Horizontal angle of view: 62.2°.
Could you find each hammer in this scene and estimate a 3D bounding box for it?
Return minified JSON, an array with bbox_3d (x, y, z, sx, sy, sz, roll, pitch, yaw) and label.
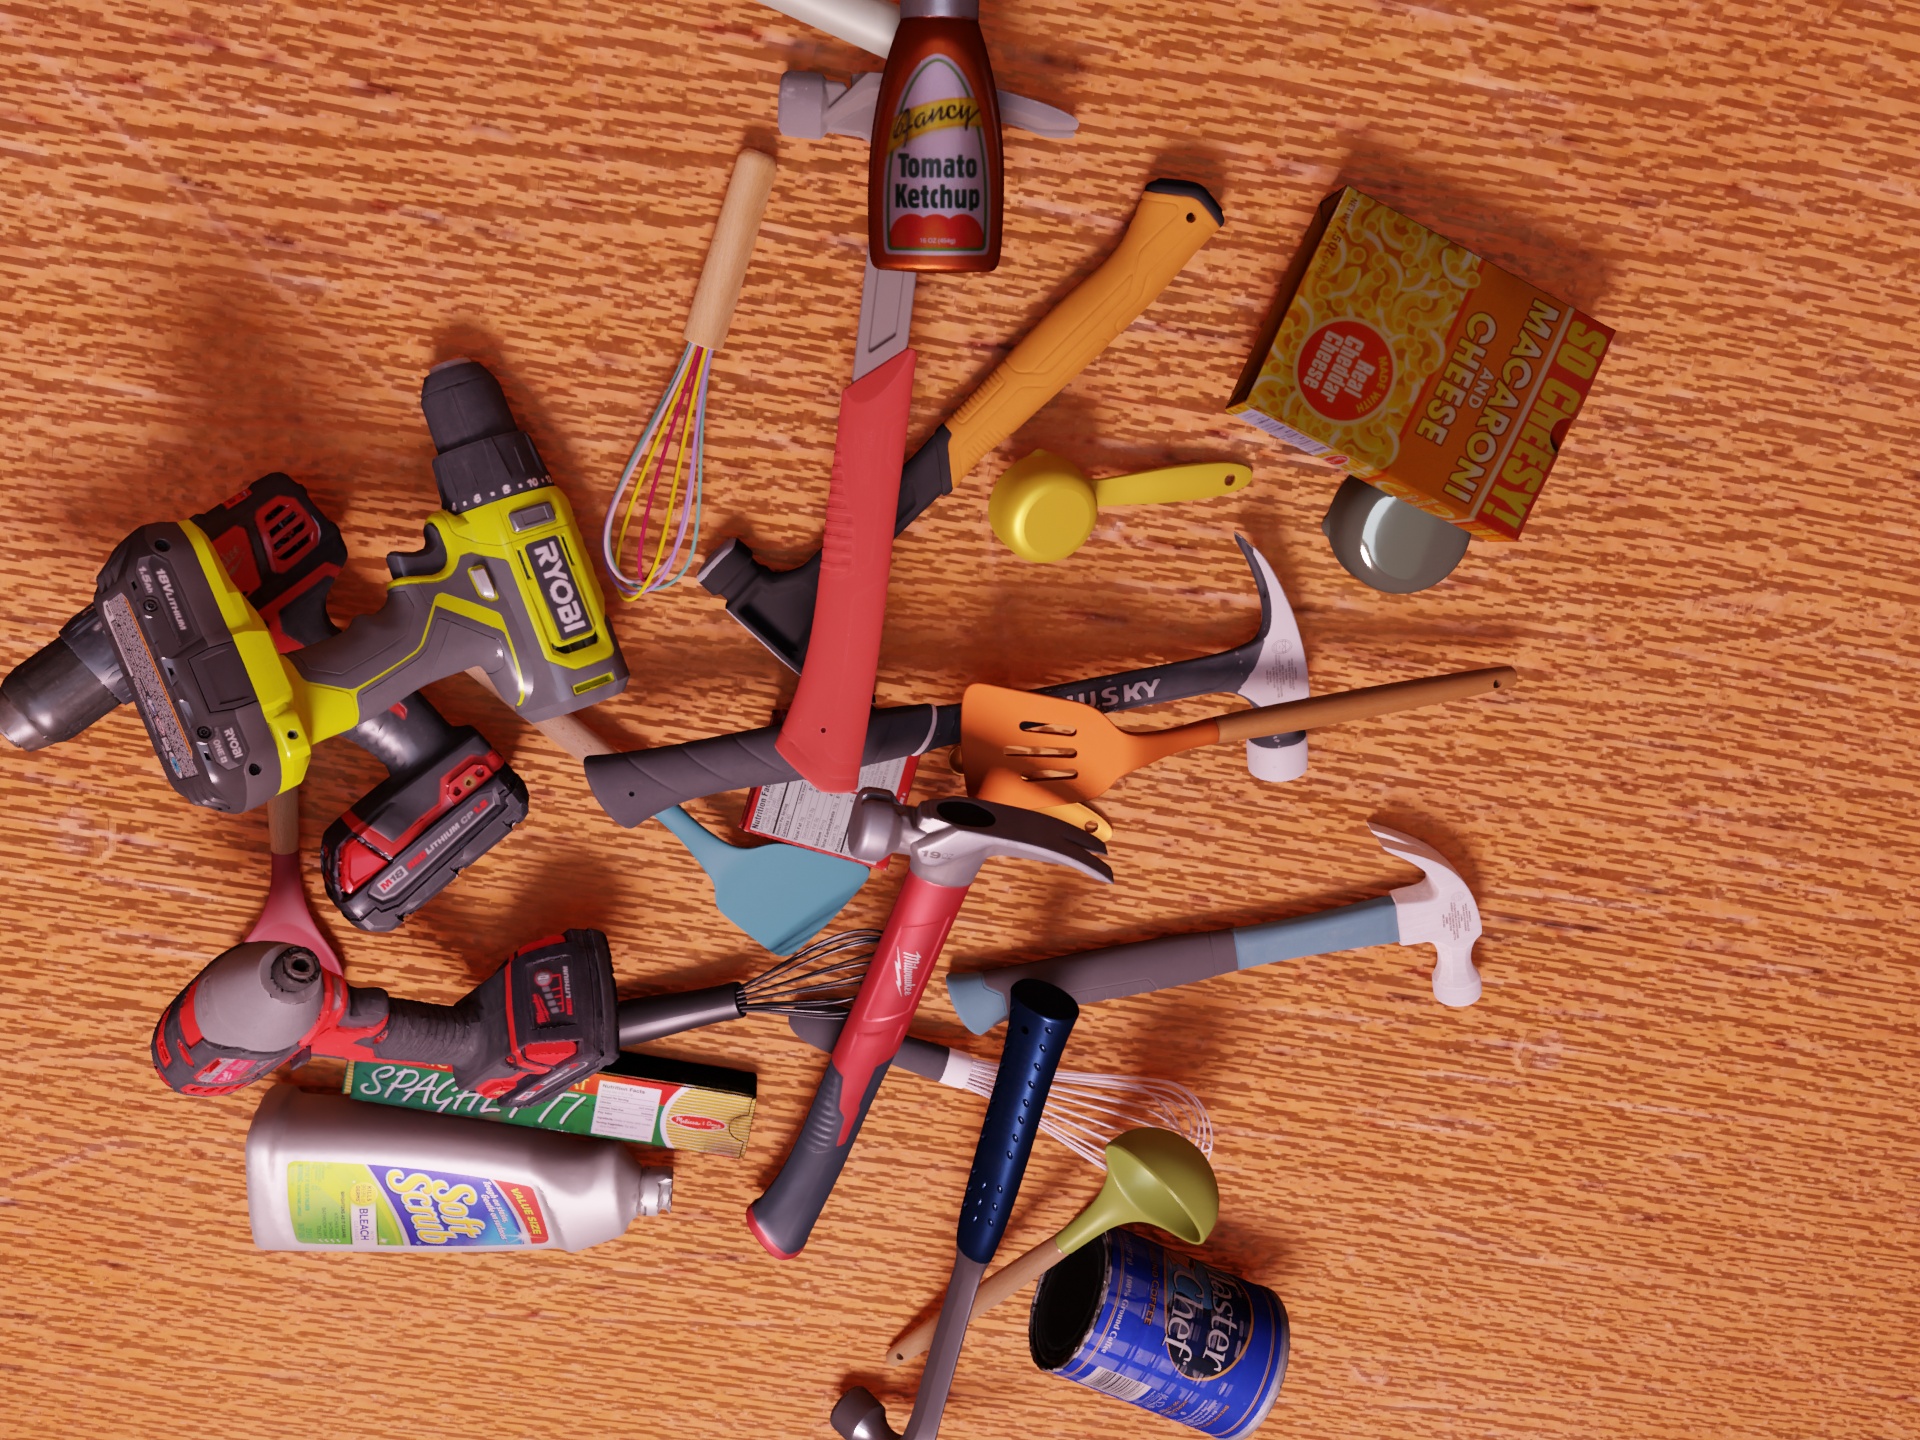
[{"bbox_3d":[-0.001,-0.003,0.883,0.409,0.036,0.149,-10,115,-8],"label":"hammer"},{"bbox_3d":[0.157,0.146,0.987,0.331,0.033,0.128,-11,113,1],"label":"hammer"},{"bbox_3d":[0.011,0.342,0.992,0.144,0.035,0.405,30,119,33],"label":"hammer"},{"bbox_3d":[-0.042,0.198,0.940,0.143,0.038,0.386,11,126,-15],"label":"hammer"},{"bbox_3d":[0.015,-0.152,0.858,0.127,0.034,0.337,42,104,-17],"label":"hammer"},{"bbox_3d":[-0.037,-0.140,0.813,0.149,0.037,0.359,7,97,-2],"label":"hammer"}]

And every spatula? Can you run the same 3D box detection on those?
[{"bbox_3d":[0.161,-0.003,0.889,0.322,0.041,0.081,-10,114,-13],"label":"spatula"},{"bbox_3d":[-0.196,0.028,0.924,0.317,0.044,0.082,40,106,-12],"label":"spatula"}]

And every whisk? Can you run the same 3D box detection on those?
[{"bbox_3d":[-0.135,0.169,0.971,0.239,0.055,0.055,-13,112,8],"label":"whisk"},{"bbox_3d":[-0.140,-0.175,0.835,0.051,0.047,0.245,18,106,-9],"label":"whisk"},{"bbox_3d":[0.027,0.228,1.004,0.284,0.070,0.070,20,109,-6],"label":"whisk"},{"bbox_3d":[-0.116,-0.362,0.750,0.246,0.059,0.057,21,136,-9],"label":"whisk"}]

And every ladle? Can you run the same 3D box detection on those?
[{"bbox_3d":[0.044,0.350,1.010,0.078,0.062,0.320,48,122,4],"label":"ladle"},{"bbox_3d":[-0.392,0.051,0.918,0.069,0.031,0.315,3,110,-10],"label":"ladle"}]

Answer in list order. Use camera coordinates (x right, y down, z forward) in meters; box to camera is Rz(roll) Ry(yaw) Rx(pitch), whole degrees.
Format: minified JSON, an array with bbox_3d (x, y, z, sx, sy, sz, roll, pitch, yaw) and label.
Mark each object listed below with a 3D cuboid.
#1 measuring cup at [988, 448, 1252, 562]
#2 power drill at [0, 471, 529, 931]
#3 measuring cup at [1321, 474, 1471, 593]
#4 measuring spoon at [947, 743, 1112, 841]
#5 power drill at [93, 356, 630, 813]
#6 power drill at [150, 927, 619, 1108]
[{"bbox_3d":[0.092,-0.119,0.859,0.156,0.029,0.062,-10,125,-16],"label":"measuring cup"},{"bbox_3d":[-0.362,0.008,0.839,0.188,0.080,0.226,-42,112,-19],"label":"power drill"},{"bbox_3d":[0.245,-0.149,0.871,0.083,0.038,0.167,-4,112,-2],"label":"measuring cup"},{"bbox_3d":[0.042,0.044,0.953,0.116,0.011,0.021,28,107,-18],"label":"measuring spoon"},{"bbox_3d":[-0.292,-0.069,0.791,0.228,0.080,0.190,-26,101,-38],"label":"power drill"},{"bbox_3d":[-0.305,0.160,0.867,0.219,0.079,0.143,11,147,-41],"label":"power drill"}]
